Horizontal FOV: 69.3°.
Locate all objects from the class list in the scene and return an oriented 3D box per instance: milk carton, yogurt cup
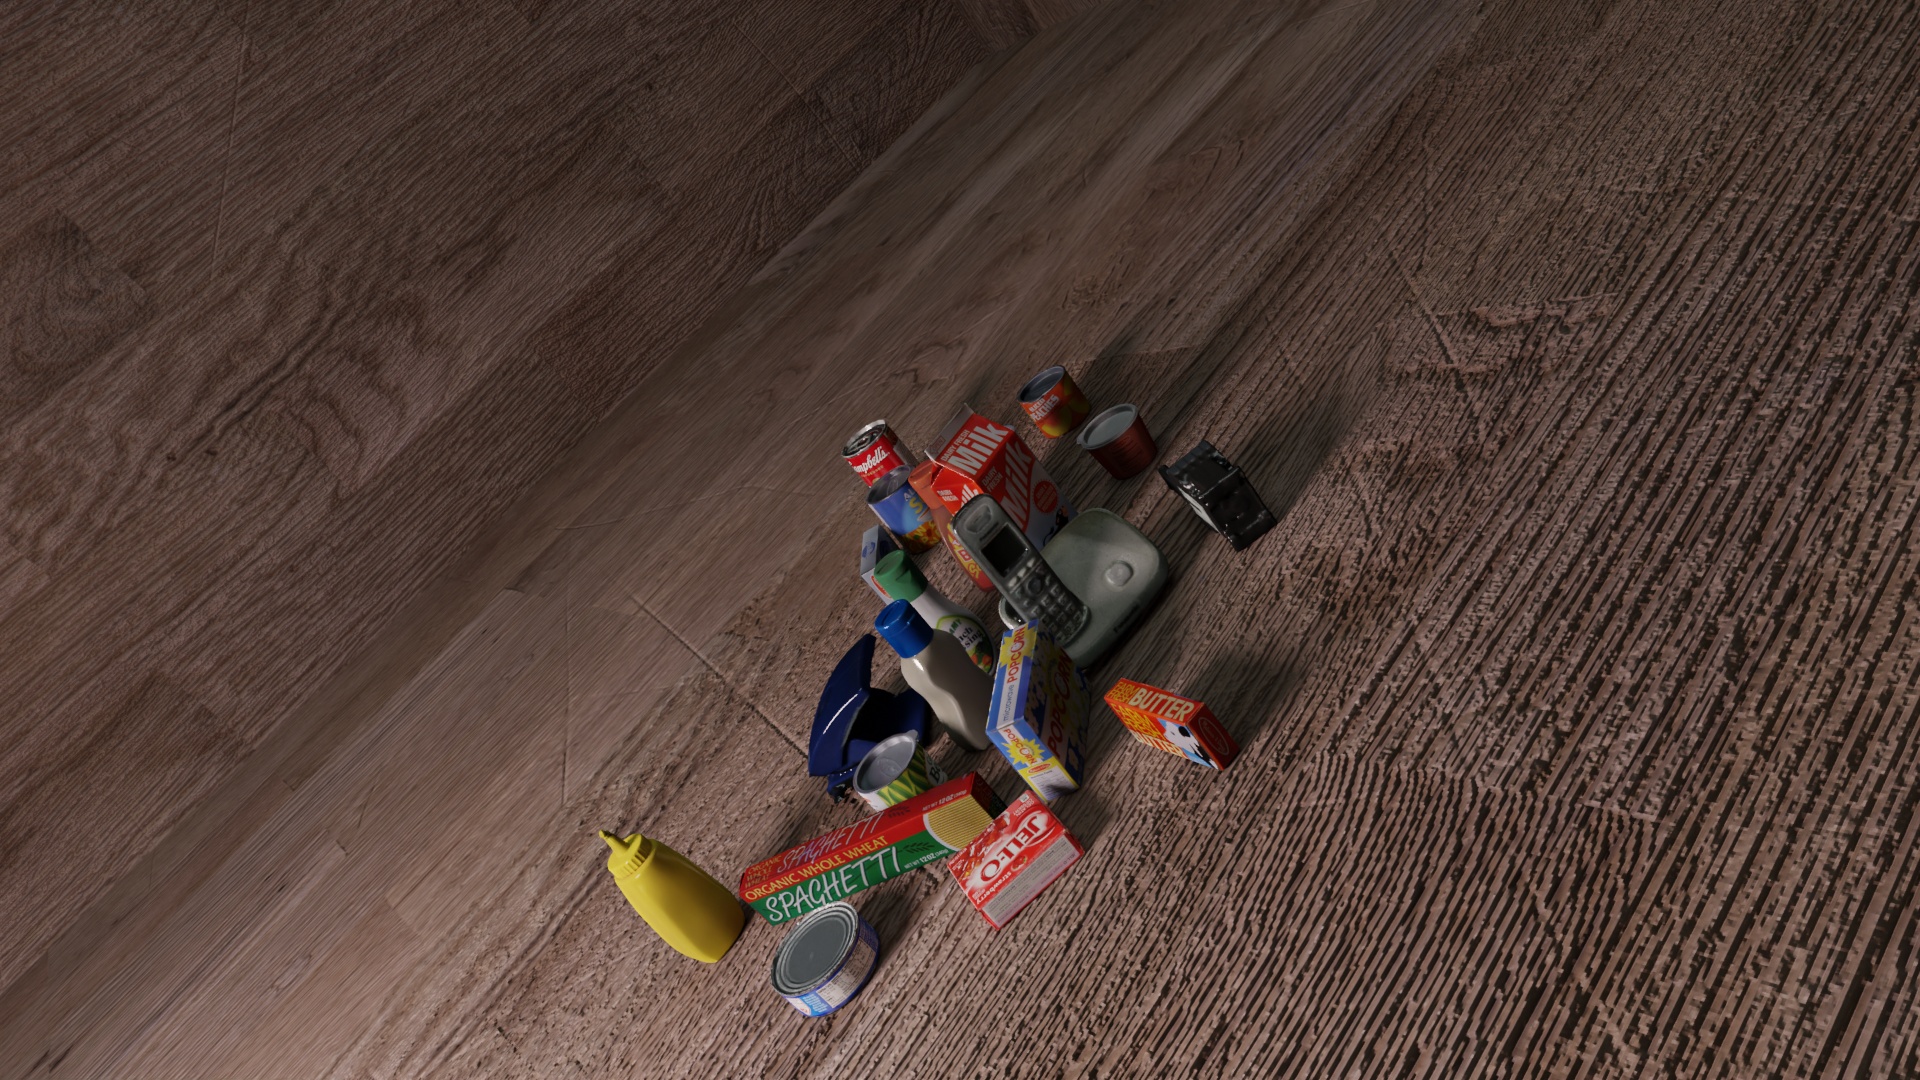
[{"bbox_3d":[0.041,-0.040,1.334,0.073,0.190,0.072,-5,41,52],"label":"milk carton"},{"bbox_3d":[0.166,-0.100,1.433,0.072,0.054,0.073,-31,25,16],"label":"yogurt cup"}]

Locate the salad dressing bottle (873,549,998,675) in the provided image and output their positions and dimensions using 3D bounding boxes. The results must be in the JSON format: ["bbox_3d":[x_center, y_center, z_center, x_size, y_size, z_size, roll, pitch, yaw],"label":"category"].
[{"bbox_3d":[-0.023,0.073,1.280,0.064,0.147,0.044,-45,24,-12],"label":"salad dressing bottle"}]

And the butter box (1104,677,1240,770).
[{"bbox_3d":[0.155,0.135,1.032,0.024,0.053,0.103,-47,25,-17],"label":"butter box"}]

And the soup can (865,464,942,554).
[{"bbox_3d":[-0.057,-0.036,1.599,0.071,0.083,0.072,-32,25,16],"label":"soup can"}]

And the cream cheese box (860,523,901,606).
[{"bbox_3d":[-0.087,0.028,1.566,0.024,0.053,0.104,-32,25,15],"label":"cream cheese box"}]

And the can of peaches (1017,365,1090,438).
[{"bbox_3d":[0.109,-0.159,1.614,0.071,0.058,0.071,-31,25,16],"label":"can of peaches"}]

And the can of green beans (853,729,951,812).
[{"bbox_3d":[-0.048,0.208,1.186,0.071,0.057,0.071,-31,25,16],"label":"can of green beans"}]

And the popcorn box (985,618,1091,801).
[{"bbox_3d":[0.065,0.135,1.121,0.038,0.085,0.127,-27,26,25],"label":"popcorn box"}]

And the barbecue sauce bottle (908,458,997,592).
[{"bbox_3d":[0.005,-0.018,1.398,0.064,0.148,0.044,-31,25,18],"label":"barbecue sauce bottle"}]

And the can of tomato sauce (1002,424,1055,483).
[{"bbox_3d":[0.053,-0.072,1.507,0.071,0.083,0.071,-32,25,16],"label":"can of tomato sauce"}]

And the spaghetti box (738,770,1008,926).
[{"bbox_3d":[-0.076,0.258,1.148,0.249,0.050,0.029,-27,26,24],"label":"spaghetti box"}]

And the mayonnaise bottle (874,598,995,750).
[{"bbox_3d":[-0.016,0.113,1.197,0.041,0.147,0.065,-12,35,46],"label":"mayonnaise bottle"}]

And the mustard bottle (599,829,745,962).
[{"bbox_3d":[-0.255,0.297,1.197,0.048,0.160,0.065,-9,37,49],"label":"mustard bottle"}]
